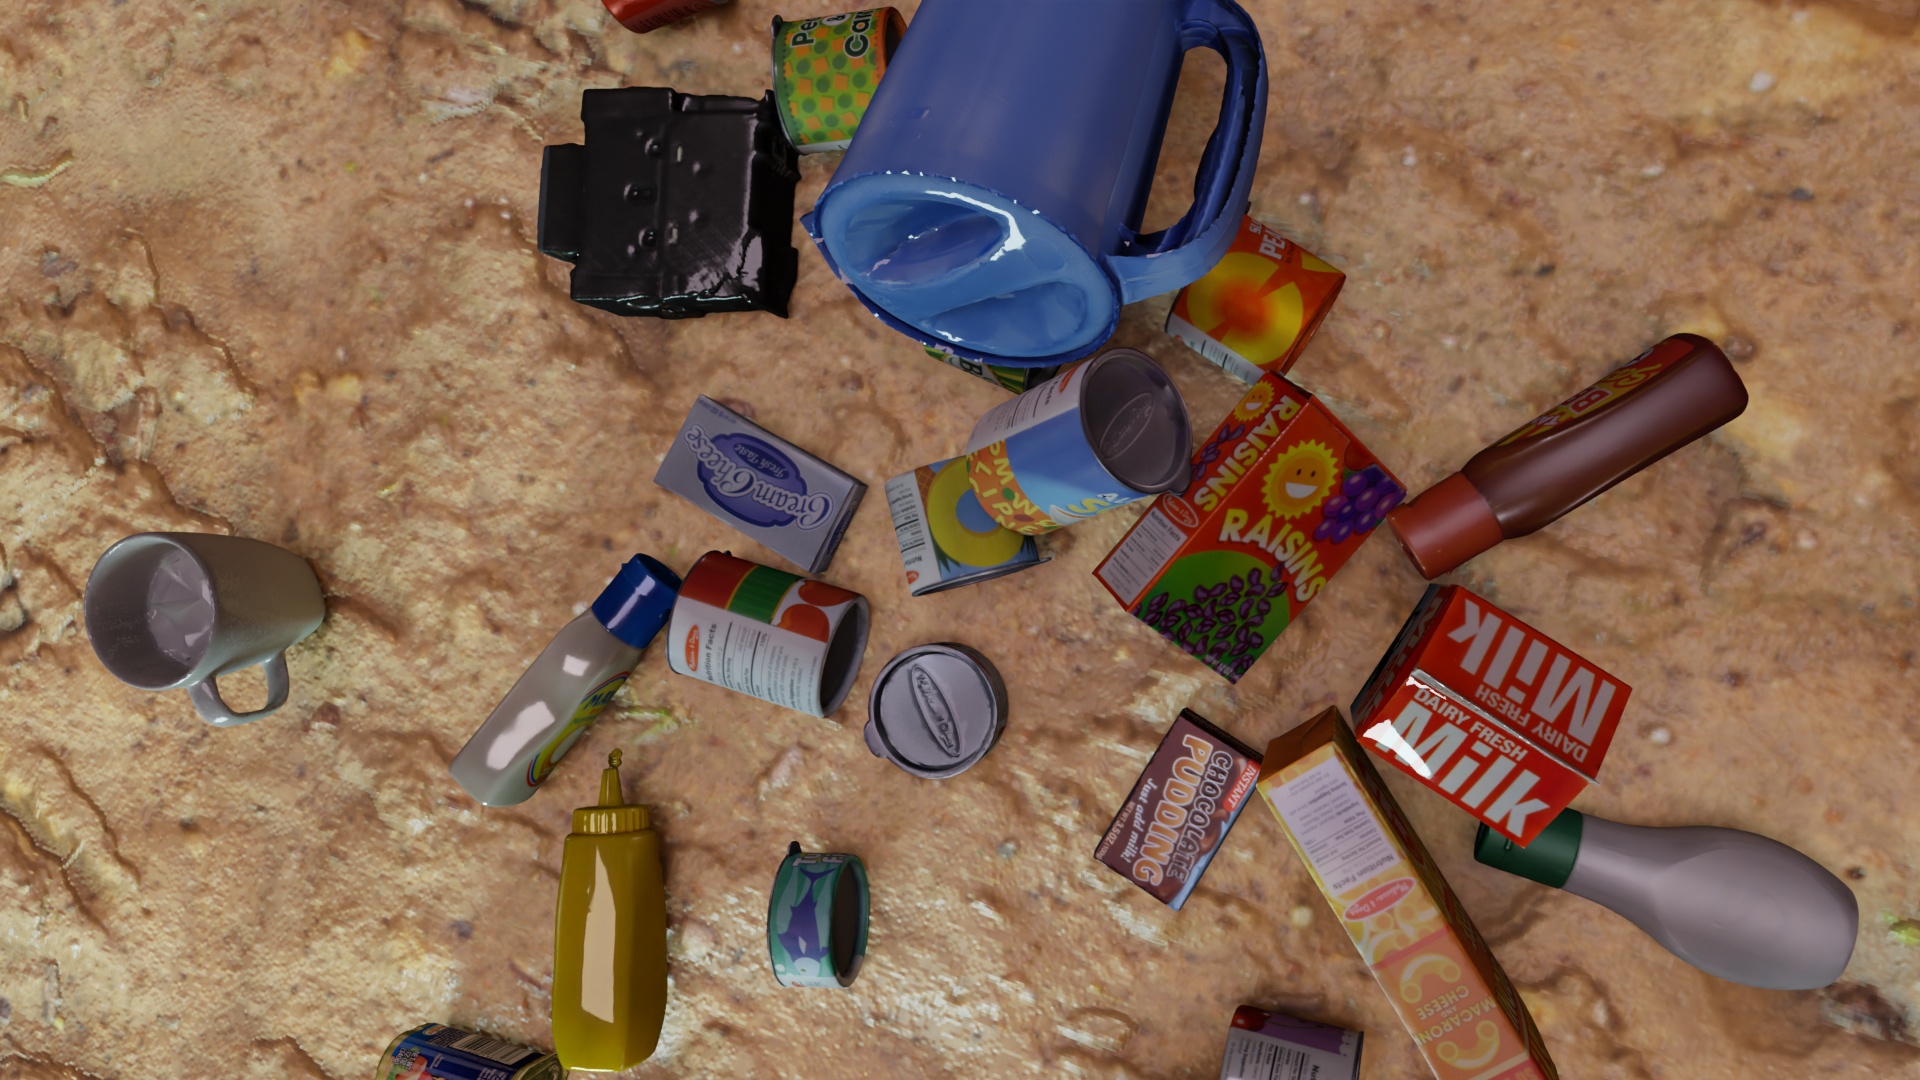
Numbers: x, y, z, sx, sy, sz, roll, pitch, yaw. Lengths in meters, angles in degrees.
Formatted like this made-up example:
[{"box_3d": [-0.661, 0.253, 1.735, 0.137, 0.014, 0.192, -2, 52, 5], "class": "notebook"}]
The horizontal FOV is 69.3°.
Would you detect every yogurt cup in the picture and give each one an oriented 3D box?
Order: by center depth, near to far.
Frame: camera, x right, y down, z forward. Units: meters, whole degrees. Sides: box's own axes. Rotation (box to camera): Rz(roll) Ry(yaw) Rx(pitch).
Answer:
[{"box_3d": [-0.160, -0.303, 0.729, 0.054, 0.072, 0.072, -21, 84, 21], "class": "yogurt cup"}]

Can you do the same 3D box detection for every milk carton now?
[{"box_3d": [0.208, 0.066, 0.561, 0.072, 0.190, 0.073, 33, 97, 12], "class": "milk carton"}]

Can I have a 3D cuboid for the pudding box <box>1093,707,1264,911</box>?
[{"box_3d": [0.106, 0.129, 0.668, 0.050, 0.030, 0.083, 32, 97, 12], "class": "pudding box"}]

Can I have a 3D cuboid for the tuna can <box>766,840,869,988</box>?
[{"box_3d": [-0.070, 0.186, 0.693, 0.033, 0.071, 0.071, -2, 89, 13], "class": "tuna can"}]

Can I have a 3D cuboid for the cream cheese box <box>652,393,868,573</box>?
[{"box_3d": [-0.105, -0.030, 0.728, 0.104, 0.024, 0.053, 29, 96, 13], "class": "cream cheese box"}]

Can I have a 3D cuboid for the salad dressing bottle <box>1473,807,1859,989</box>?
[{"box_3d": [0.306, 0.148, 0.611, 0.148, 0.044, 0.064, 17, 95, 15], "class": "salad dressing bottle"}]

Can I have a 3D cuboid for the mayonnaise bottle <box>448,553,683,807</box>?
[{"box_3d": [-0.203, 0.073, 0.733, 0.041, 0.065, 0.148, 41, 95, 8], "class": "mayonnaise bottle"}]

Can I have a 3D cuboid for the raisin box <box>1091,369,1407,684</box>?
[{"box_3d": [0.133, -0.004, 0.635, 0.123, 0.086, 0.040, -50, 35, 8], "class": "raisin box"}]

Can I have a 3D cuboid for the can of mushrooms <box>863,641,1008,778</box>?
[{"box_3d": [-0.012, 0.085, 0.698, 0.071, 0.033, 0.071, 0, 89, 14], "class": "can of mushrooms"}]

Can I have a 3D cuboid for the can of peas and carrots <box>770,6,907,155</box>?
[{"box_3d": [-0.057, -0.233, 0.697, 0.059, 0.071, 0.071, -3, 88, 14], "class": "can of peas and carrots"}]

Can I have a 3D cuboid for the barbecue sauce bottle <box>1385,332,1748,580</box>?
[{"box_3d": [0.262, -0.034, 0.612, 0.148, 0.065, 0.043, -32, 90, 10], "class": "barbecue sauce bottle"}]

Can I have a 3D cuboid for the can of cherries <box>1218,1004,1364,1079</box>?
[{"box_3d": [0.151, 0.252, 0.636, 0.058, 0.071, 0.071, 7, 91, 20], "class": "can of cherries"}]

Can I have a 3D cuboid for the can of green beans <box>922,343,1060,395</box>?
[{"box_3d": [0.022, -0.109, 0.676, 0.058, 0.071, 0.071, 25, 95, 14], "class": "can of green beans"}]

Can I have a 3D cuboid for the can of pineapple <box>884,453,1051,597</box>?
[{"box_3d": [0.002, -0.009, 0.680, 0.071, 0.071, 0.058, -16, 85, 14], "class": "can of pineapple"}]

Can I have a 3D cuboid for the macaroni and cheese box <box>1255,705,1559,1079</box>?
[{"box_3d": [0.191, 0.158, 0.598, 0.040, 0.124, 0.166, -33, 82, 13], "class": "macaroni and cheese box"}]

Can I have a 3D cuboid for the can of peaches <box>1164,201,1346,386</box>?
[{"box_3d": [0.138, -0.112, 0.646, 0.058, 0.071, 0.071, 35, 98, 12], "class": "can of peaches"}]

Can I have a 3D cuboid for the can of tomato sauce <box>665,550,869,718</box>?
[{"box_3d": [-0.095, 0.046, 0.704, 0.083, 0.071, 0.071, 16, 93, 14], "class": "can of tomato sauce"}]

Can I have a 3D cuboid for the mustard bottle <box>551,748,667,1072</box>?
[{"box_3d": [-0.183, 0.189, 0.726, 0.049, 0.065, 0.160, -3, 82, 9], "class": "mustard bottle"}]

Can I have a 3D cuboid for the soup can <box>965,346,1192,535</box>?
[{"box_3d": [0.054, -0.040, 0.631, 0.083, 0.071, 0.071, -22, 82, 51], "class": "soup can"}]
